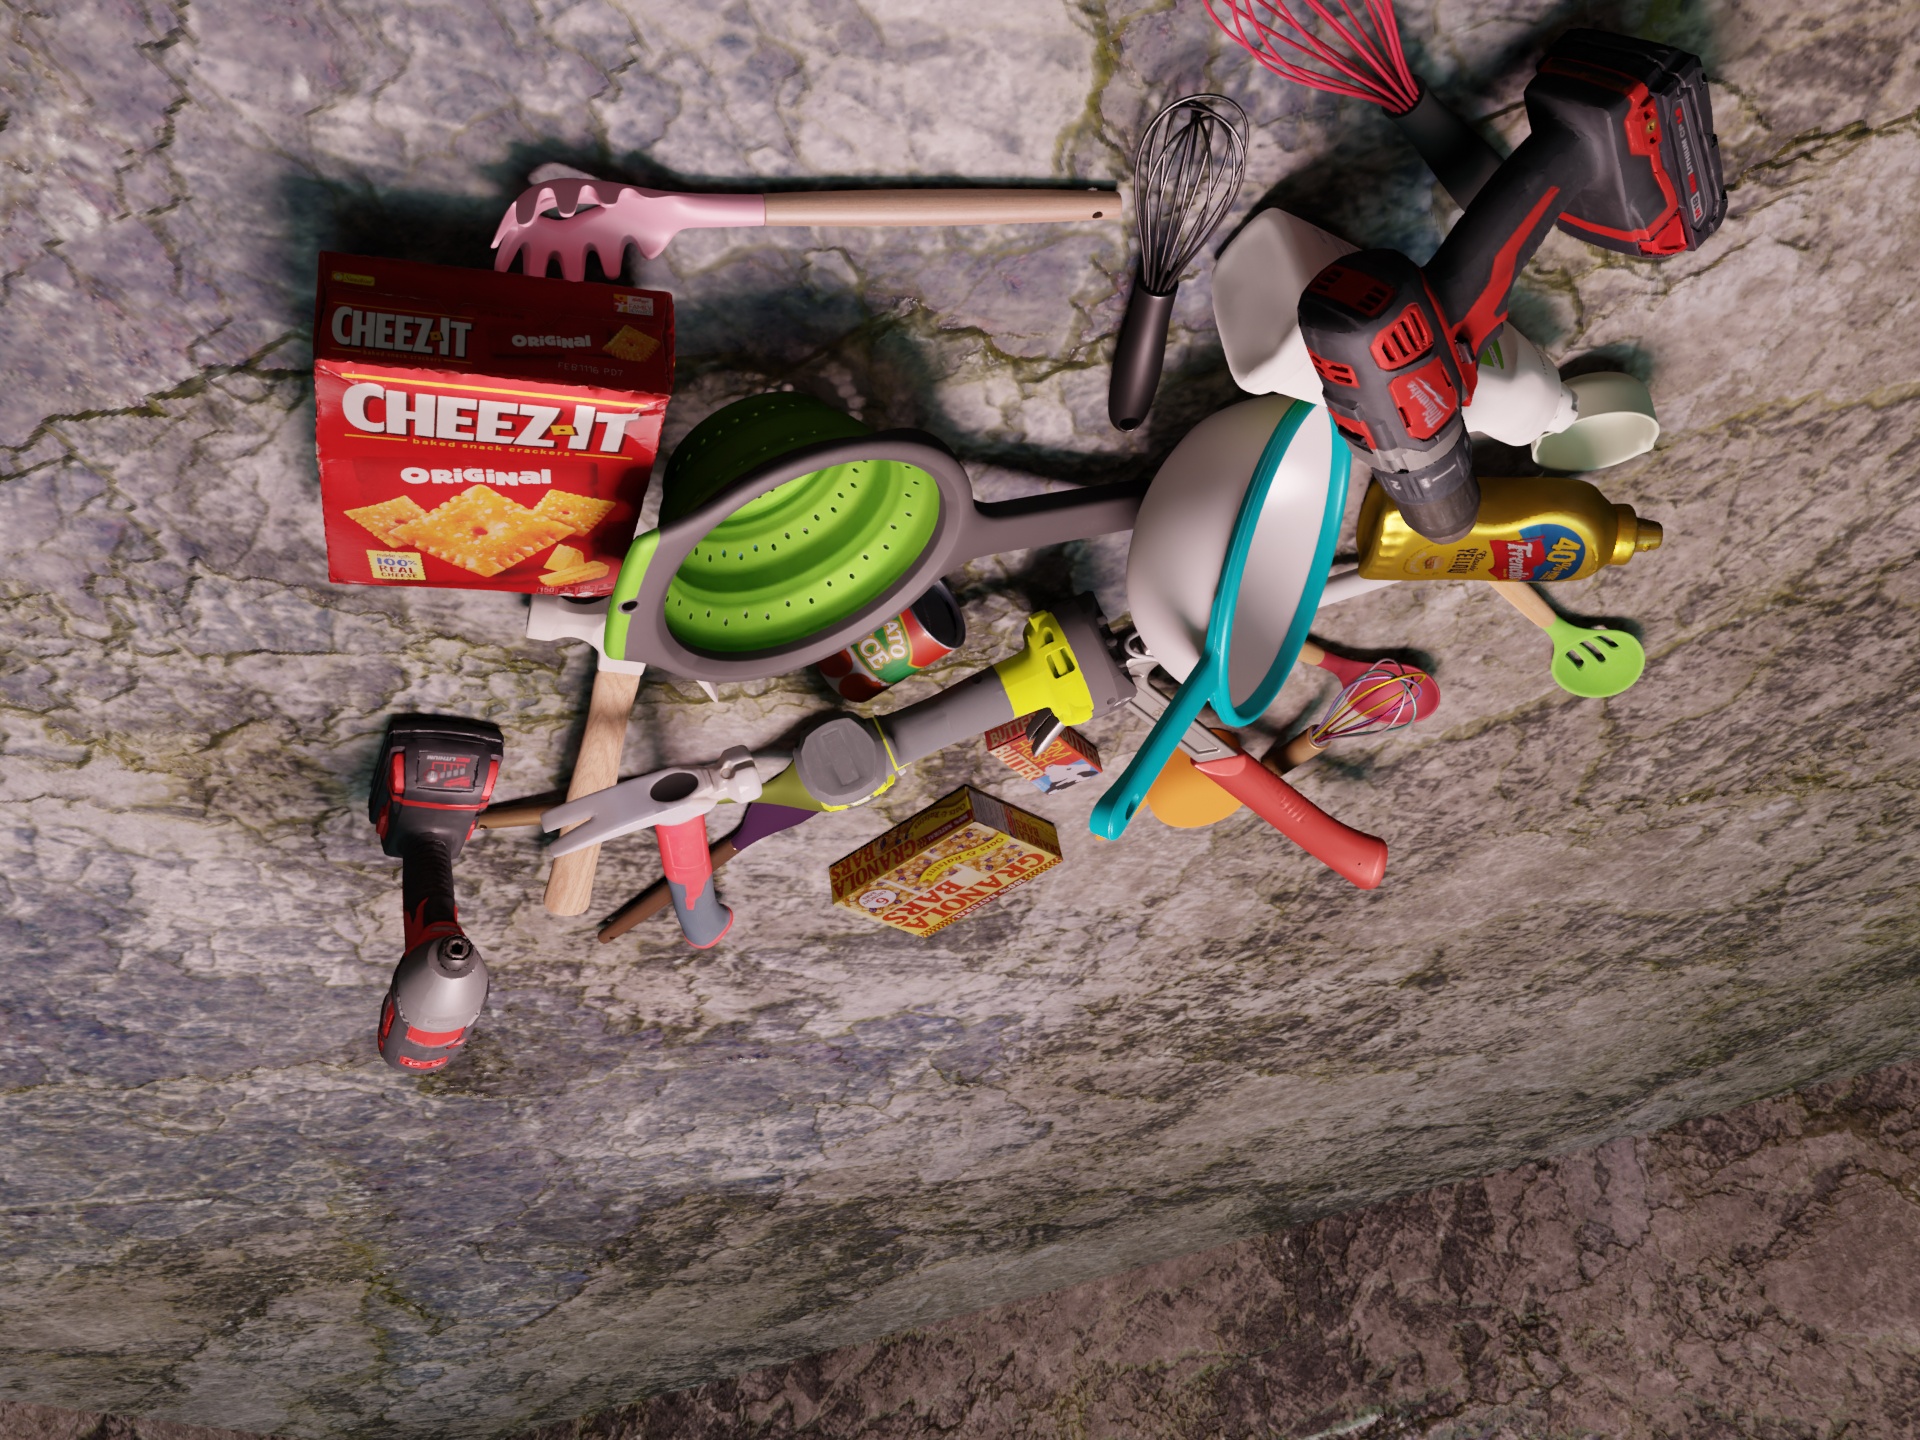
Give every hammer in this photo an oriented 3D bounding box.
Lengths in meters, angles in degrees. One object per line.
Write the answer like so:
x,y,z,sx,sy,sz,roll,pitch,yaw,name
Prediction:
-0.222,0.118,1.212,0.143,0.038,0.386,-18,162,-13,hammer
0.218,0.051,1.259,0.149,0.037,0.358,-41,126,21,hammer
-0.257,0.037,1.131,0.130,0.031,0.331,7,137,-17,hammer

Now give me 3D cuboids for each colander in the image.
-0.035,-0.135,0.947,0.397,0.095,0.204,-14,152,-32,colander

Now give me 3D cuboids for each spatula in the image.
-0.204,0.113,1.320,0.316,0.018,0.059,-35,137,30,spatula

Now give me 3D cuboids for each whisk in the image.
0.110,-0.237,0.861,0.055,0.055,0.238,-6,151,-8,whisk
0.204,-0.310,0.768,0.073,0.073,0.295,-34,148,31,whisk
0.295,0.007,1.249,0.047,0.051,0.245,-43,176,-22,whisk

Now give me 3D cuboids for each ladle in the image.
-0.219,0.050,1.209,0.320,0.062,0.078,-6,144,4,ladle
0.252,-0.054,1.202,0.315,0.031,0.069,18,142,-35,ladle

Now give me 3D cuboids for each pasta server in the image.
-0.070,-0.248,0.790,0.316,0.040,0.060,-5,159,-12,pasta server

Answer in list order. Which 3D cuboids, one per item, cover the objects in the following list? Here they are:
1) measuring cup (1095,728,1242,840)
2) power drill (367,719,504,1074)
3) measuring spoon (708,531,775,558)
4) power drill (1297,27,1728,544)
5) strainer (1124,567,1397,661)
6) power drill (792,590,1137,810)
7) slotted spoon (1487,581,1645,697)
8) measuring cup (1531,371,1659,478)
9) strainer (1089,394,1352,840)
0.173,0.075,1.349,0.095,0.052,0.173,13,138,-33,measuring cup
-0.358,0.115,1.085,0.078,0.220,0.143,6,144,-26,power drill
-0.171,-0.097,1.015,0.128,0.021,0.042,-19,147,28,measuring spoon
0.281,-0.212,0.812,0.226,0.080,0.187,-45,136,-3,power drill
0.230,-0.080,1.119,0.258,0.087,0.050,-18,164,-11,strainer
-0.002,-0.003,1.085,0.223,0.080,0.171,-23,176,-3,power drill
0.436,-0.089,1.207,0.070,0.031,0.313,-33,140,29,slotted spoon
0.391,-0.179,1.055,0.083,0.038,0.167,2,162,-14,measuring cup
0.128,-0.066,0.938,0.095,0.340,0.210,20,143,24,strainer
